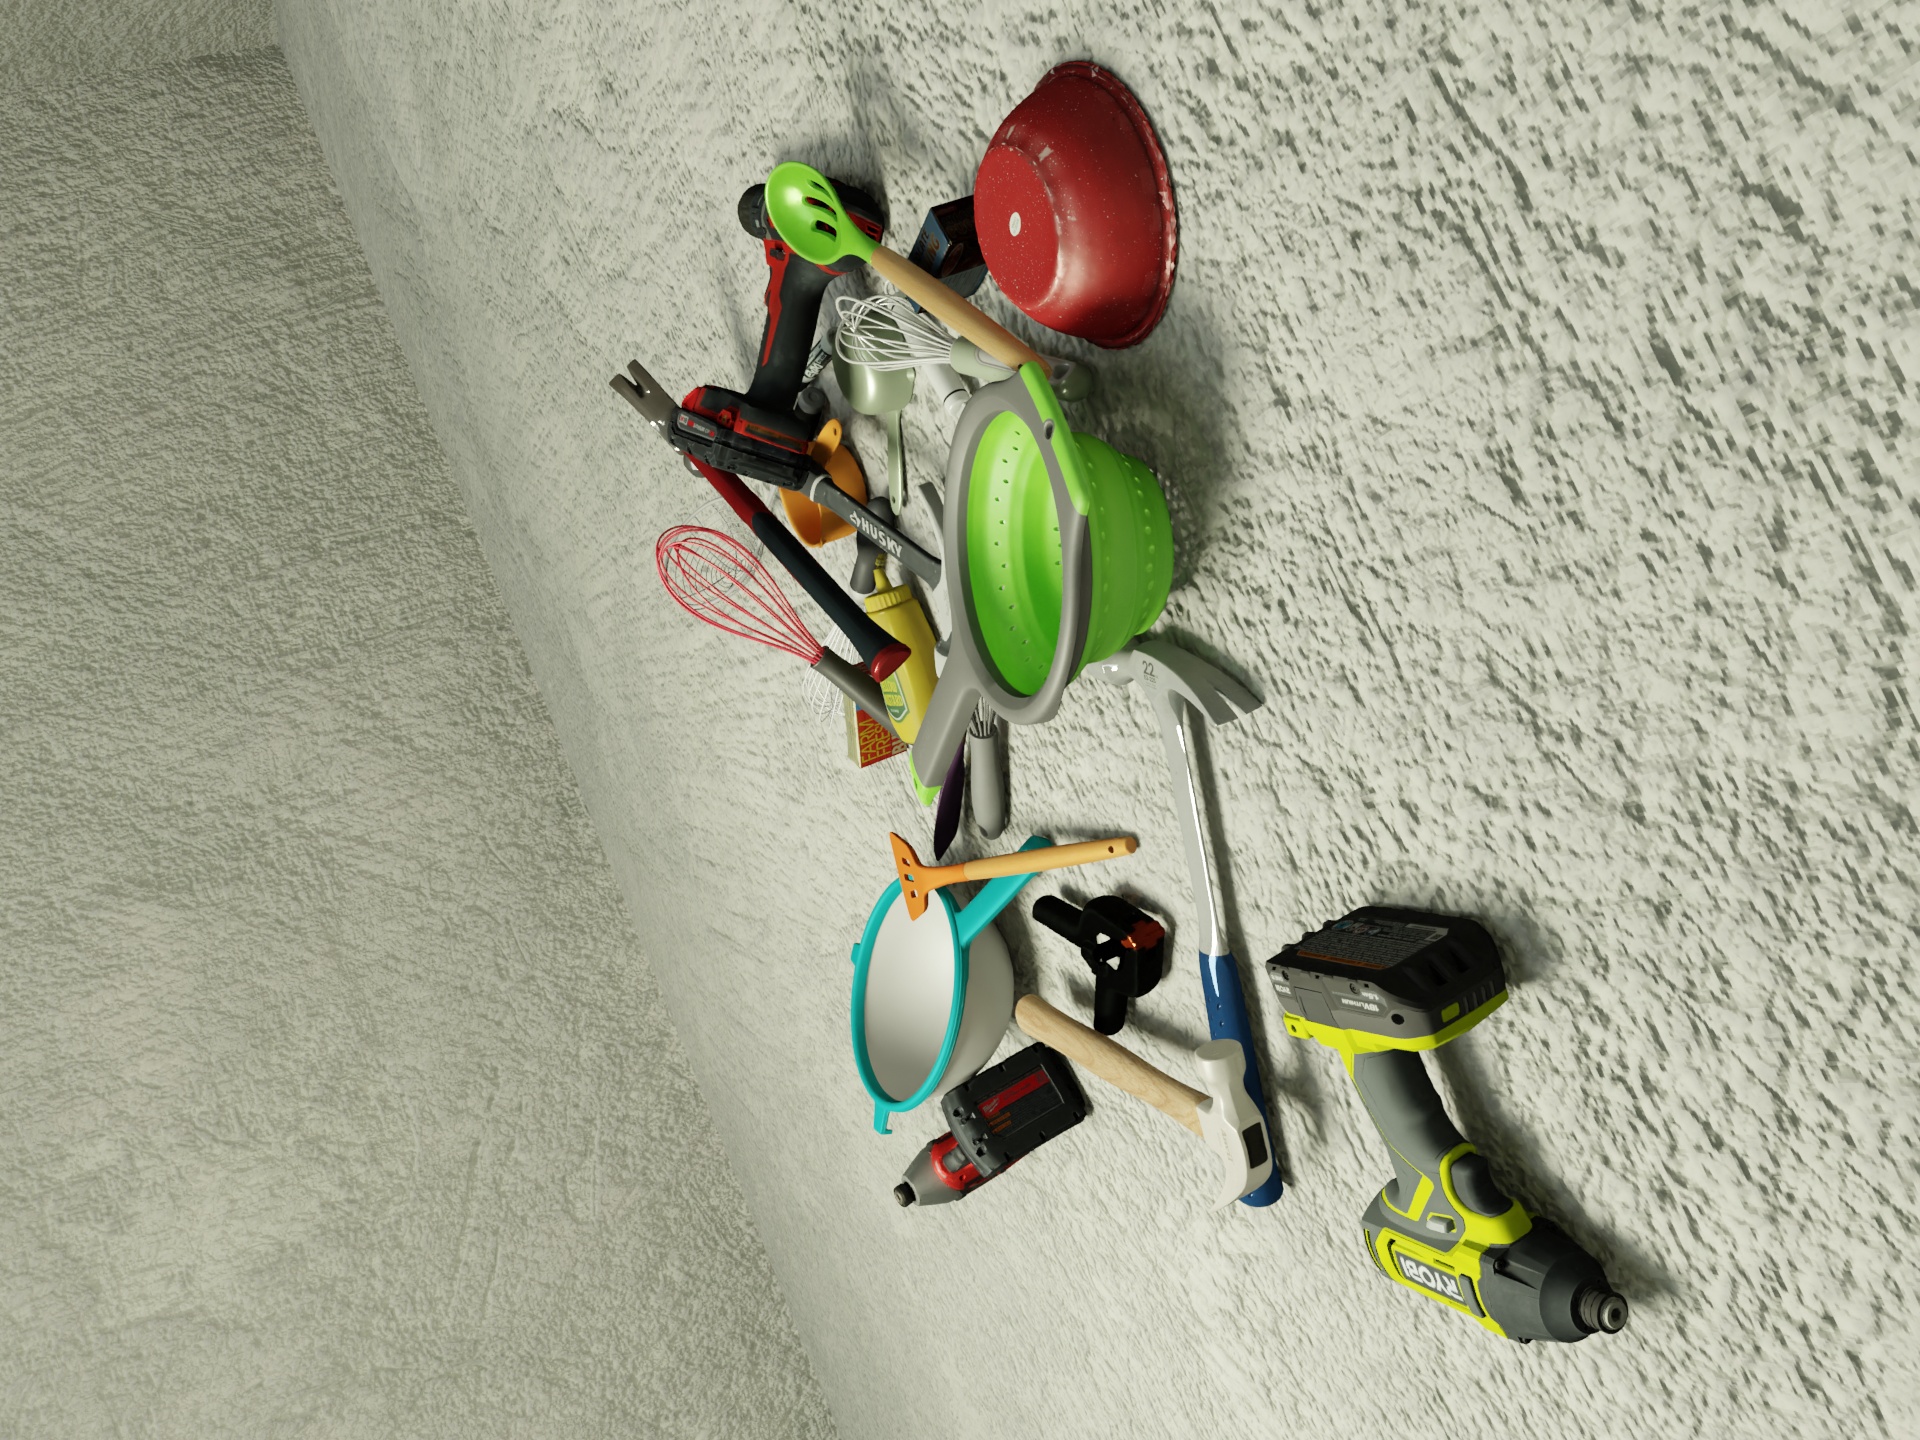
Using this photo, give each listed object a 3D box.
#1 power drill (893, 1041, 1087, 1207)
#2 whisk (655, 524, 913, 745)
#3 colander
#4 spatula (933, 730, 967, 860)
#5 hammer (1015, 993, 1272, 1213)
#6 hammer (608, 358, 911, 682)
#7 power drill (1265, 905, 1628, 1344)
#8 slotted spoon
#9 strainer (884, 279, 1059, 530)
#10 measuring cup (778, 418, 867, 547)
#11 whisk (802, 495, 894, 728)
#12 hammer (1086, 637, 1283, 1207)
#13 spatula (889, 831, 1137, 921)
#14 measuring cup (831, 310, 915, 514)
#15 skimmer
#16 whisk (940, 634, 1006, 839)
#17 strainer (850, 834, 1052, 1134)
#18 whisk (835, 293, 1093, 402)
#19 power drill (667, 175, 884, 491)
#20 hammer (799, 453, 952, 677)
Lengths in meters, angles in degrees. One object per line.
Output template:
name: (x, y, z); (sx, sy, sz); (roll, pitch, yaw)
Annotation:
power drill: (0.019, 0.379, 1.439); (0.079, 0.143, 0.219); (57, 152, 18)
whisk: (-0.135, -0.065, 1.342); (0.295, 0.073, 0.073); (37, 167, -21)
colander: (0.047, -0.059, 1.027); (0.396, 0.094, 0.205); (113, 145, -54)
spatula: (-0.002, -0.004, 1.293); (0.018, 0.060, 0.315); (19, 132, 16)
hammer: (0.123, 0.259, 1.163); (0.331, 0.031, 0.130); (11, 119, 67)
hammer: (-0.165, -0.164, 1.322); (0.387, 0.038, 0.143); (47, 180, 35)
power drill: (0.261, 0.220, 0.855); (0.171, 0.080, 0.223); (-4, 109, 67)
slotted spoon: (-0.037, -0.284, 1.016); (0.314, 0.031, 0.070); (45, 149, 39)
strainer: (0.000, -0.214, 1.109); (0.259, 0.050, 0.086); (62, 141, 23)
measuring cup: (-0.103, -0.211, 1.324); (0.095, 0.052, 0.173); (65, 155, 10)
whisk: (-0.093, -0.093, 1.401); (0.070, 0.070, 0.284); (56, 149, 28)
hammer: (0.167, 0.142, 1.043); (0.144, 0.035, 0.405); (22, 129, 60)
spatula: (0.029, 0.114, 1.258); (0.322, 0.041, 0.081); (-15, 89, 51)
measuring cup: (-0.068, -0.233, 1.239); (0.083, 0.038, 0.167); (41, 142, 48)
skimmer: (-0.209, -0.216, 1.503); (0.363, 0.090, 0.127); (132, 146, -62)
whisk: (0.015, 0.008, 1.254); (0.055, 0.055, 0.238); (46, 153, 42)
strainer: (0.016, 0.206, 1.378); (0.340, 0.095, 0.211); (-52, 37, 40)
whisk: (-0.004, -0.244, 1.050); (0.247, 0.058, 0.059); (27, 165, 43)
power drill: (-0.148, -0.305, 1.215); (0.188, 0.080, 0.226); (34, 107, 54)
hammer: (-0.102, -0.179, 1.239); (0.409, 0.036, 0.149); (41, 144, 46)
